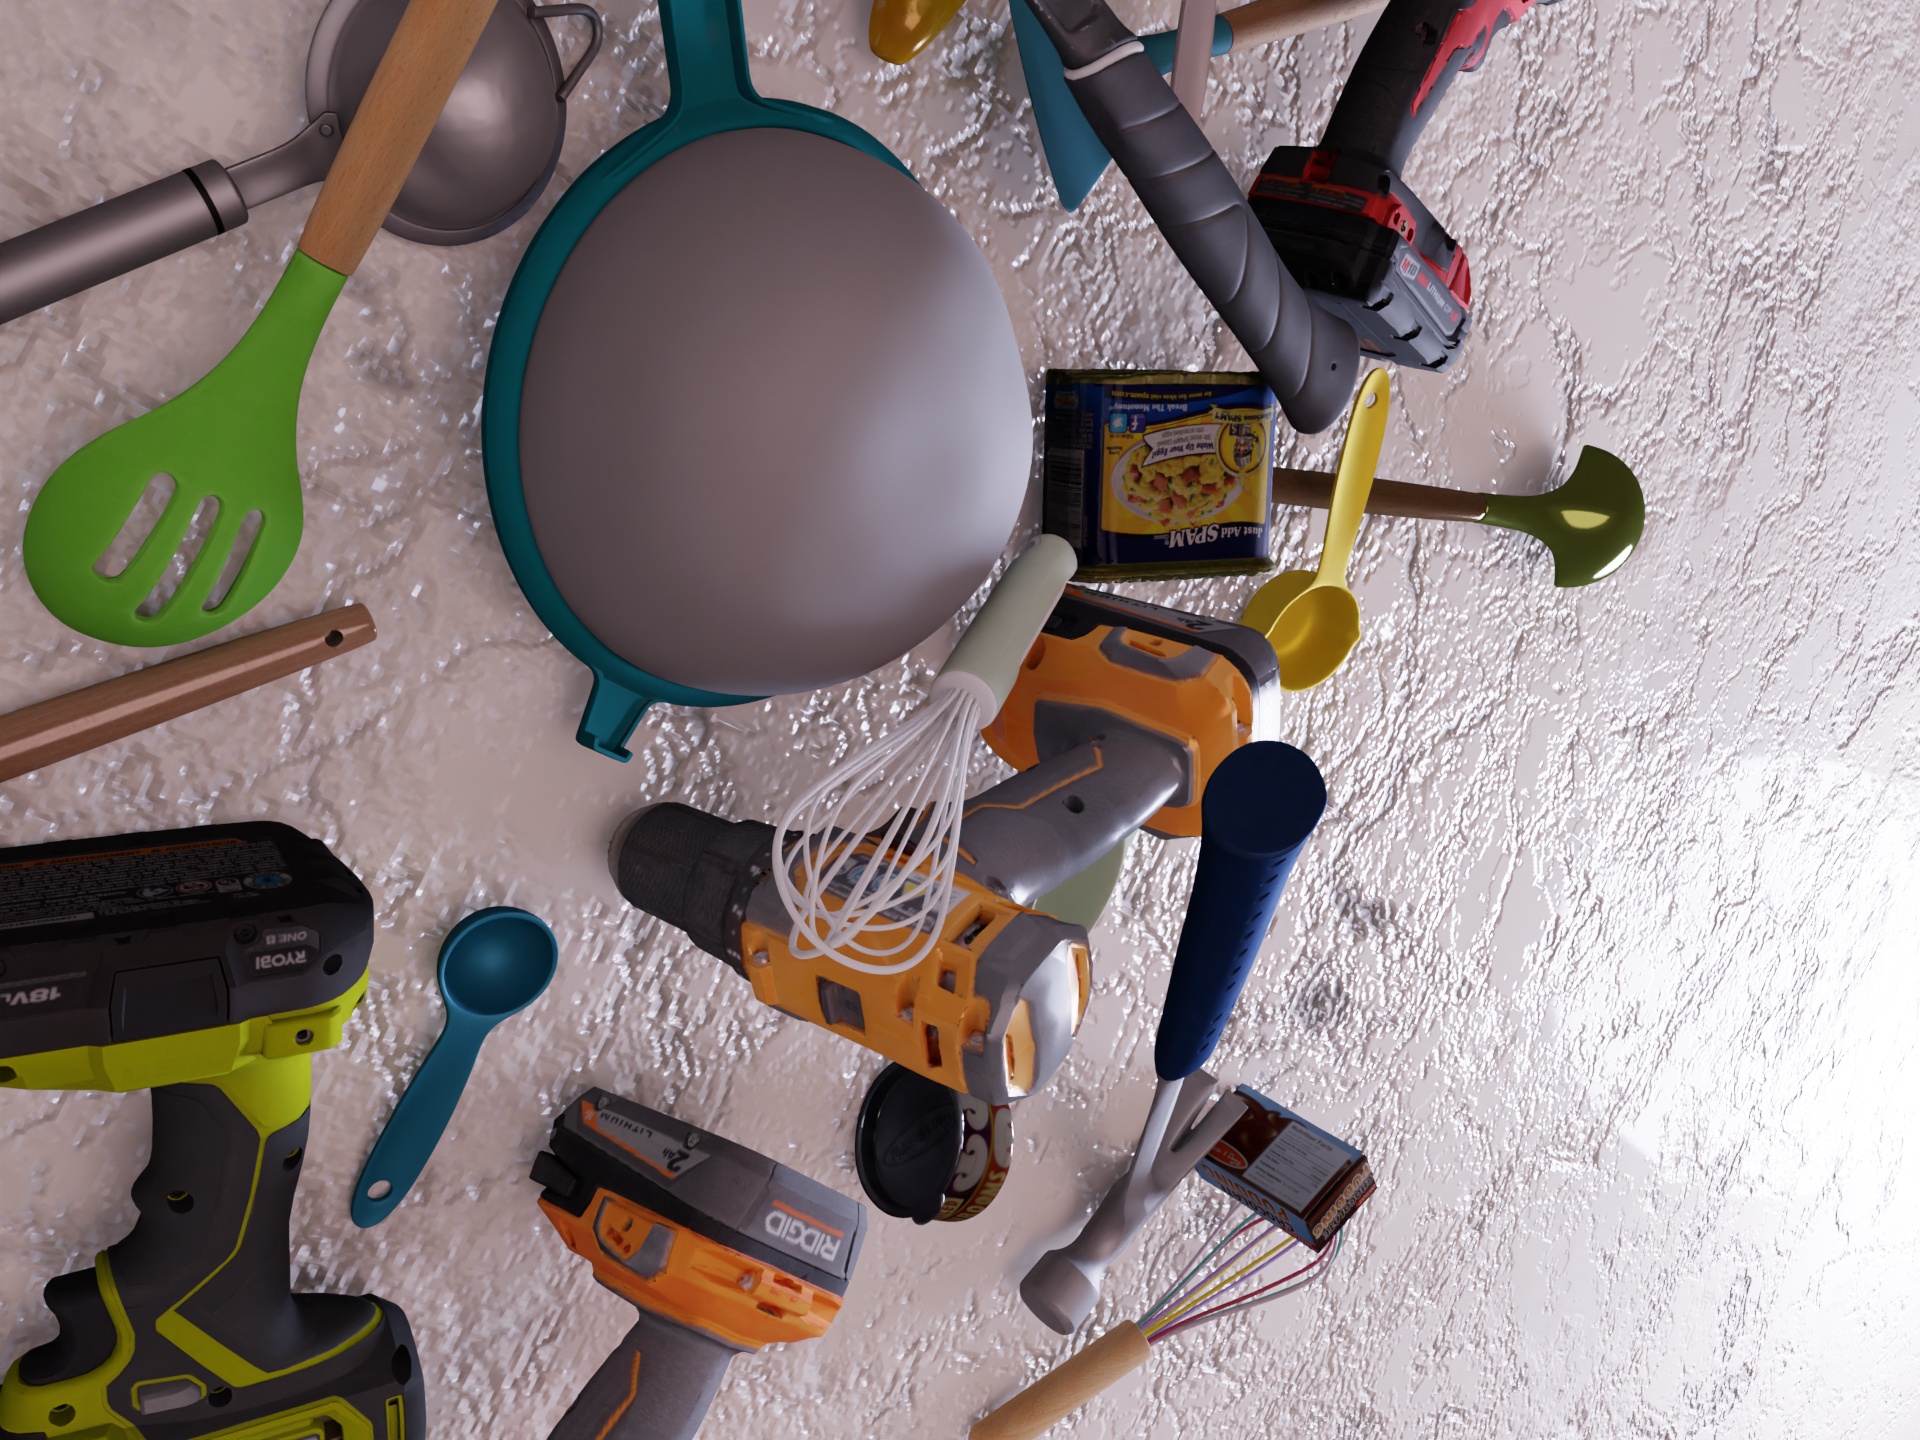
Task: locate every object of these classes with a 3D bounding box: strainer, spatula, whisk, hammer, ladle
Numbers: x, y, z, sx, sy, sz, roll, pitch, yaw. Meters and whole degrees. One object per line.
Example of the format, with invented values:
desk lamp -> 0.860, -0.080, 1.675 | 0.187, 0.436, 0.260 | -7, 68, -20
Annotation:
strainer -> -0.203, -0.150, 0.453 | 0.258, 0.050, 0.086 | -33, 135, -22
strainer -> -0.048, -0.148, 0.499 | 0.211, 0.095, 0.340 | -29, 129, -34
spatula -> 0.134, -0.292, 0.664 | 0.317, 0.044, 0.082 | -29, 113, -29
spatula -> -0.313, 0.029, 0.431 | 0.316, 0.018, 0.059 | -26, 119, -28
whisk -> -0.001, -0.002, 0.539 | 0.059, 0.057, 0.246 | 41, 38, -8
hammer -> 0.089, 0.132, 0.631 | 0.144, 0.035, 0.405 | -44, 157, -26
whisk -> 0.108, 0.308, 0.820 | 0.245, 0.047, 0.051 | -25, 105, -25
ladle -> 0.231, -0.111, 0.799 | 0.320, 0.062, 0.078 | 1, 104, -30
hammer -> 0.034, -0.221, 0.506 | 0.408, 0.036, 0.149 | 39, 76, -44

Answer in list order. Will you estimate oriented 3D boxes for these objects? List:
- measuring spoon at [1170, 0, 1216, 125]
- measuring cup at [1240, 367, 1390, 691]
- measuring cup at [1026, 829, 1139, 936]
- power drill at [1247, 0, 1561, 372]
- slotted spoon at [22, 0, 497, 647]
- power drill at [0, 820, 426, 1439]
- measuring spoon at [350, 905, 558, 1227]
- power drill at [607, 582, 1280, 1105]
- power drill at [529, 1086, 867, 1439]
measuring spoon -> 0.085, -0.278, 0.606 | 0.034, 0.018, 0.124 | -3, 102, -47
measuring cup -> 0.167, -0.089, 0.737 | 0.062, 0.029, 0.156 | -4, 117, -30
measuring cup -> 0.062, 0.038, 0.708 | 0.168, 0.038, 0.083 | -47, 146, -33
power drill -> 0.202, -0.271, 0.675 | 0.143, 0.079, 0.219 | 13, 100, -55
slotted spoon -> -0.165, -0.150, 0.436 | 0.070, 0.031, 0.313 | 22, 103, -47
power drill -> -0.254, 0.152, 0.476 | 0.171, 0.080, 0.223 | -6, 109, -32
measuring spoon -> -0.185, 0.119, 0.560 | 0.042, 0.021, 0.128 | 24, 97, -40
power drill -> -0.002, 0.031, 0.593 | 0.226, 0.185, 0.084 | -41, 137, -42
power drill -> -0.140, 0.252, 0.555 | 0.084, 0.164, 0.226 | 40, 66, -37
